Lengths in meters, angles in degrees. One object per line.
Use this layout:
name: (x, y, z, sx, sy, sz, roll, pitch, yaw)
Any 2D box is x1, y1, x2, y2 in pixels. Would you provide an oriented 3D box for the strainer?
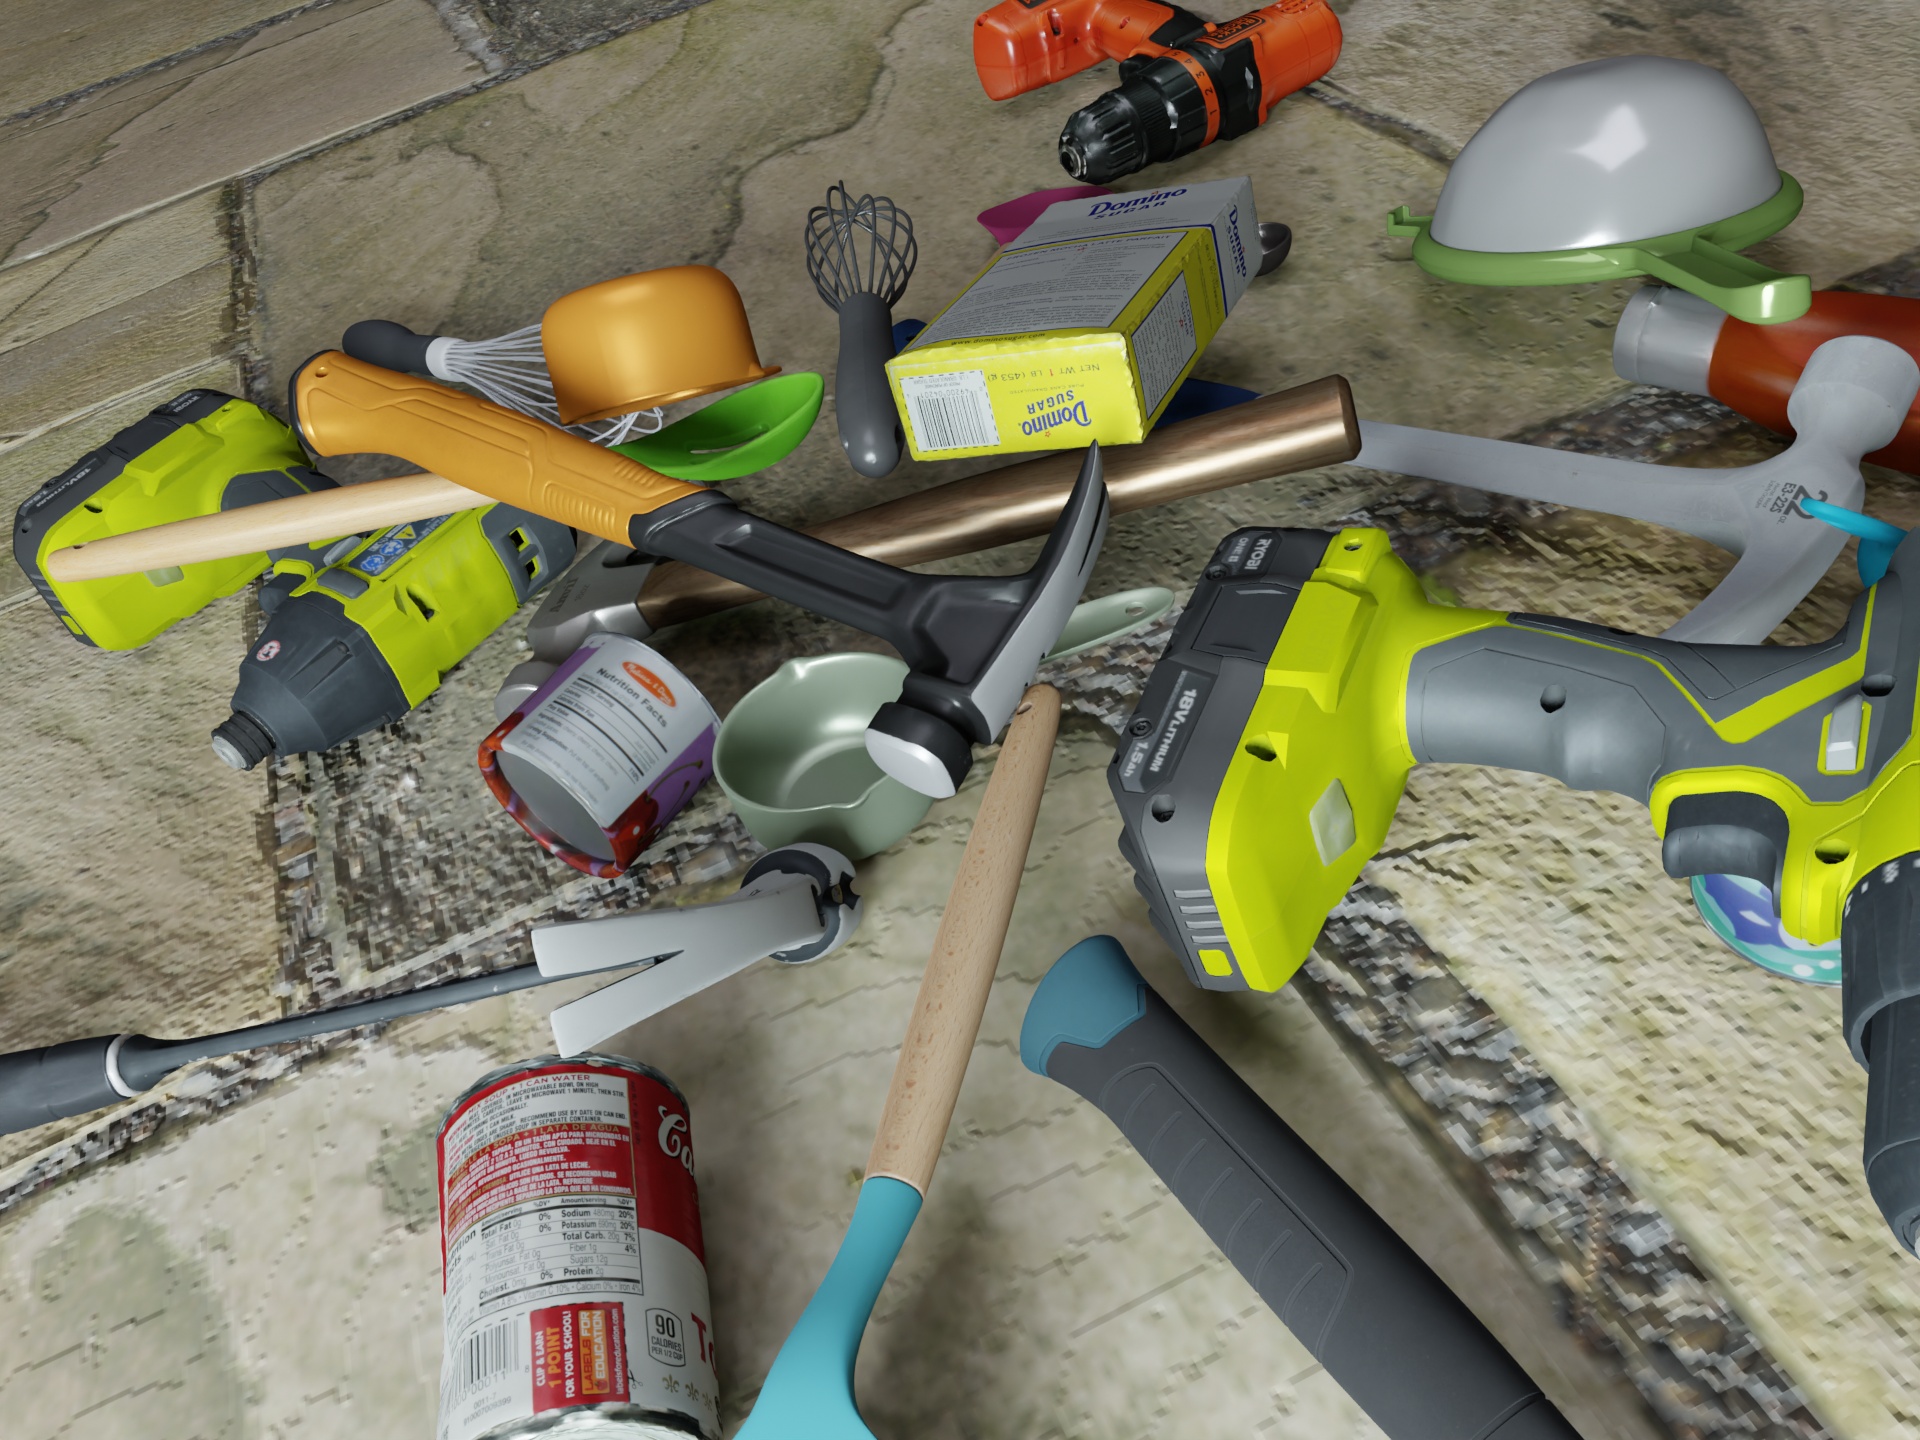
strainer: (0.258, -0.208, 0.602, 0.151, 0.069, 0.257, -10, 25, 7)

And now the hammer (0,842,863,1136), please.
hammer: (-0.239, 0.103, 0.480, 0.409, 0.036, 0.149, -14, -2, 13)

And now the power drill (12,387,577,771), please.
power drill: (-0.302, -0.066, 0.697, 0.223, 0.080, 0.171, 19, 52, 31)

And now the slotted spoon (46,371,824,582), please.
slotted spoon: (-0.206, -0.093, 0.639, 0.313, 0.031, 0.070, -12, 31, -3)

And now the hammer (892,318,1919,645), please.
hammer: (0.117, -0.108, 0.608, 0.406, 0.035, 0.144, 20, 66, 38)

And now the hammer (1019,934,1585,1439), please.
hammer: (0.113, 0.154, 0.336, 0.128, 0.033, 0.331, -32, 43, -14)

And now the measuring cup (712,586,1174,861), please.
measuring cup: (-0.001, -0.002, 0.546, 0.167, 0.038, 0.083, -22, 41, -7)

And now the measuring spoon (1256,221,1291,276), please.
measuring spoon: (0.108, -0.228, 0.773, 0.034, 0.018, 0.124, -42, 40, -25)

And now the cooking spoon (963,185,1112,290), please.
cooking spoon: (0.018, -0.204, 0.727, 0.069, 0.017, 0.319, -1, 30, 17)

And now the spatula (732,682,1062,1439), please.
spatula: (-0.005, 0.105, 0.411, 0.082, 0.044, 0.318, -23, 32, 35)

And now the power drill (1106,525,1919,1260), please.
power drill: (0.158, 0.024, 0.385, 0.228, 0.080, 0.191, 5, 49, 32)

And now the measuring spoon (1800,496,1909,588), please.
measuring spoon: (0.263, -0.044, 0.455, 0.128, 0.021, 0.042, 5, 19, -45)

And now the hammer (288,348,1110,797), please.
hammer: (-0.114, -0.084, 0.571, 0.337, 0.034, 0.127, 21, 66, 25)

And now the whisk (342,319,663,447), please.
whisk: (-0.246, -0.185, 0.825, 0.285, 0.070, 0.070, 19, 53, 40)

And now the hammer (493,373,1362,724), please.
hammer: (-0.017, -0.074, 0.602, 0.331, 0.031, 0.130, -12, 37, 19)

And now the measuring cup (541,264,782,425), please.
measuring cup: (-0.121, -0.171, 0.707, 0.095, 0.052, 0.174, -10, 13, 18)

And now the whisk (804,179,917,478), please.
whisk: (-0.041, -0.169, 0.680, 0.055, 0.055, 0.239, -14, 40, 6)
